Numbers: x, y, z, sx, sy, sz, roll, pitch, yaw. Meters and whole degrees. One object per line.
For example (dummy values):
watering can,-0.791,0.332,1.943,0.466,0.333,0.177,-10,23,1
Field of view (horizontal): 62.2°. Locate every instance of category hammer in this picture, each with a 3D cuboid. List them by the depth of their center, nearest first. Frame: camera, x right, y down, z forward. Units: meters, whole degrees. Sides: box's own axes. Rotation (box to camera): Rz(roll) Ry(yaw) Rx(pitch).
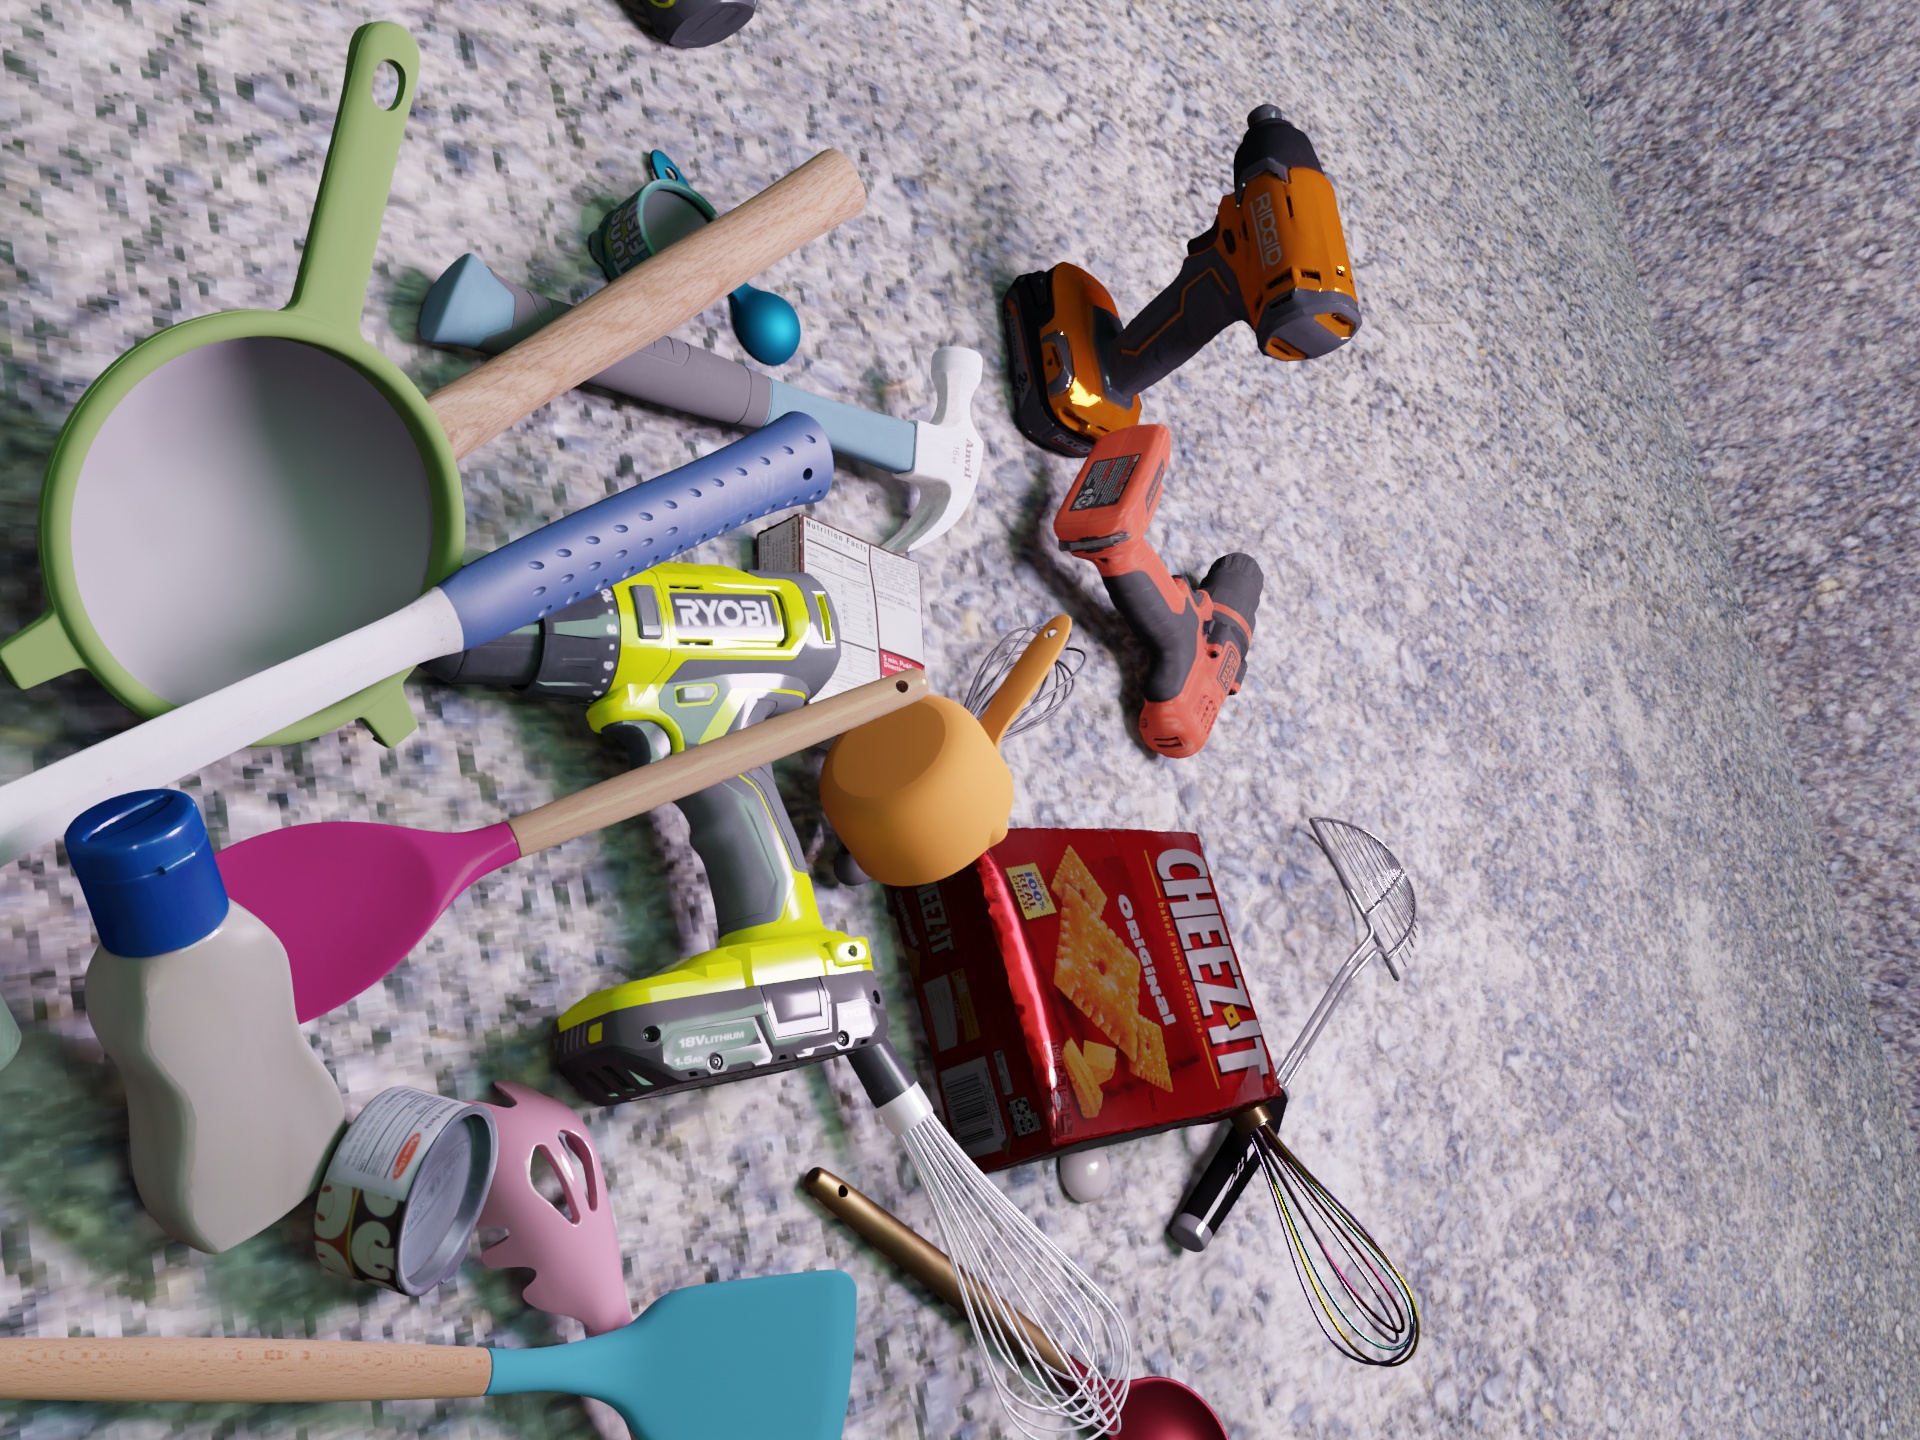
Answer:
hammer,-0.194,-0.037,0.571,0.405,0.035,0.144,-35,128,-41
hammer,-0.155,-0.178,0.719,0.331,0.031,0.130,-44,118,-35
hammer,-0.113,-0.166,0.805,0.330,0.033,0.128,9,81,-44

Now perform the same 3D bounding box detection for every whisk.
whisk,-0.008,0.208,0.738,0.070,0.070,0.284,-28,84,-51
whisk,0.002,0.016,0.864,0.055,0.055,0.239,57,44,-15
whisk,0.186,0.252,0.915,0.051,0.047,0.245,-17,61,-26

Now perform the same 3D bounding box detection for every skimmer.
skimmer,0.209,0.198,1.040,0.363,0.090,0.127,-46,113,-38

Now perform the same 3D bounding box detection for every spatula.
spatula,-0.180,0.218,0.531,0.317,0.044,0.082,16,75,-35

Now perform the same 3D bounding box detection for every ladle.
ladle,0.033,0.308,0.787,0.315,0.031,0.069,45,42,-25

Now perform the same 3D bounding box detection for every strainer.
strainer,-0.246,-0.121,0.565,0.151,0.069,0.256,14,89,-53

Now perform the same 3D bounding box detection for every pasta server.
pasta server,-0.120,0.288,0.617,0.060,0.040,0.316,-26,98,-51

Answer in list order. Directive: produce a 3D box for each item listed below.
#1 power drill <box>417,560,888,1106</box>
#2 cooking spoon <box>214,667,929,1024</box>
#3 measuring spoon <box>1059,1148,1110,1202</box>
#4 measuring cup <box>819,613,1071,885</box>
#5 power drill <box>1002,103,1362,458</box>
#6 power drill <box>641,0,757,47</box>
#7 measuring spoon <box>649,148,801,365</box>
power drill,-0.127,0.039,0.675,0.190,0.080,0.229,-2,72,-39
cooking spoon,-0.147,0.037,0.608,0.319,0.017,0.069,-22,78,-27
measuring spoon,0.076,0.206,0.888,0.034,0.018,0.124,36,49,-35
measuring cup,-0.001,-0.002,0.775,0.174,0.095,0.052,-54,136,-22
power drill,0.136,-0.276,1.006,0.084,0.226,0.164,14,64,-46
power drill,-0.210,-0.437,0.796,0.223,0.080,0.171,-27,95,-55
measuring spoon,-0.124,-0.251,0.853,0.128,0.021,0.042,57,40,-16
